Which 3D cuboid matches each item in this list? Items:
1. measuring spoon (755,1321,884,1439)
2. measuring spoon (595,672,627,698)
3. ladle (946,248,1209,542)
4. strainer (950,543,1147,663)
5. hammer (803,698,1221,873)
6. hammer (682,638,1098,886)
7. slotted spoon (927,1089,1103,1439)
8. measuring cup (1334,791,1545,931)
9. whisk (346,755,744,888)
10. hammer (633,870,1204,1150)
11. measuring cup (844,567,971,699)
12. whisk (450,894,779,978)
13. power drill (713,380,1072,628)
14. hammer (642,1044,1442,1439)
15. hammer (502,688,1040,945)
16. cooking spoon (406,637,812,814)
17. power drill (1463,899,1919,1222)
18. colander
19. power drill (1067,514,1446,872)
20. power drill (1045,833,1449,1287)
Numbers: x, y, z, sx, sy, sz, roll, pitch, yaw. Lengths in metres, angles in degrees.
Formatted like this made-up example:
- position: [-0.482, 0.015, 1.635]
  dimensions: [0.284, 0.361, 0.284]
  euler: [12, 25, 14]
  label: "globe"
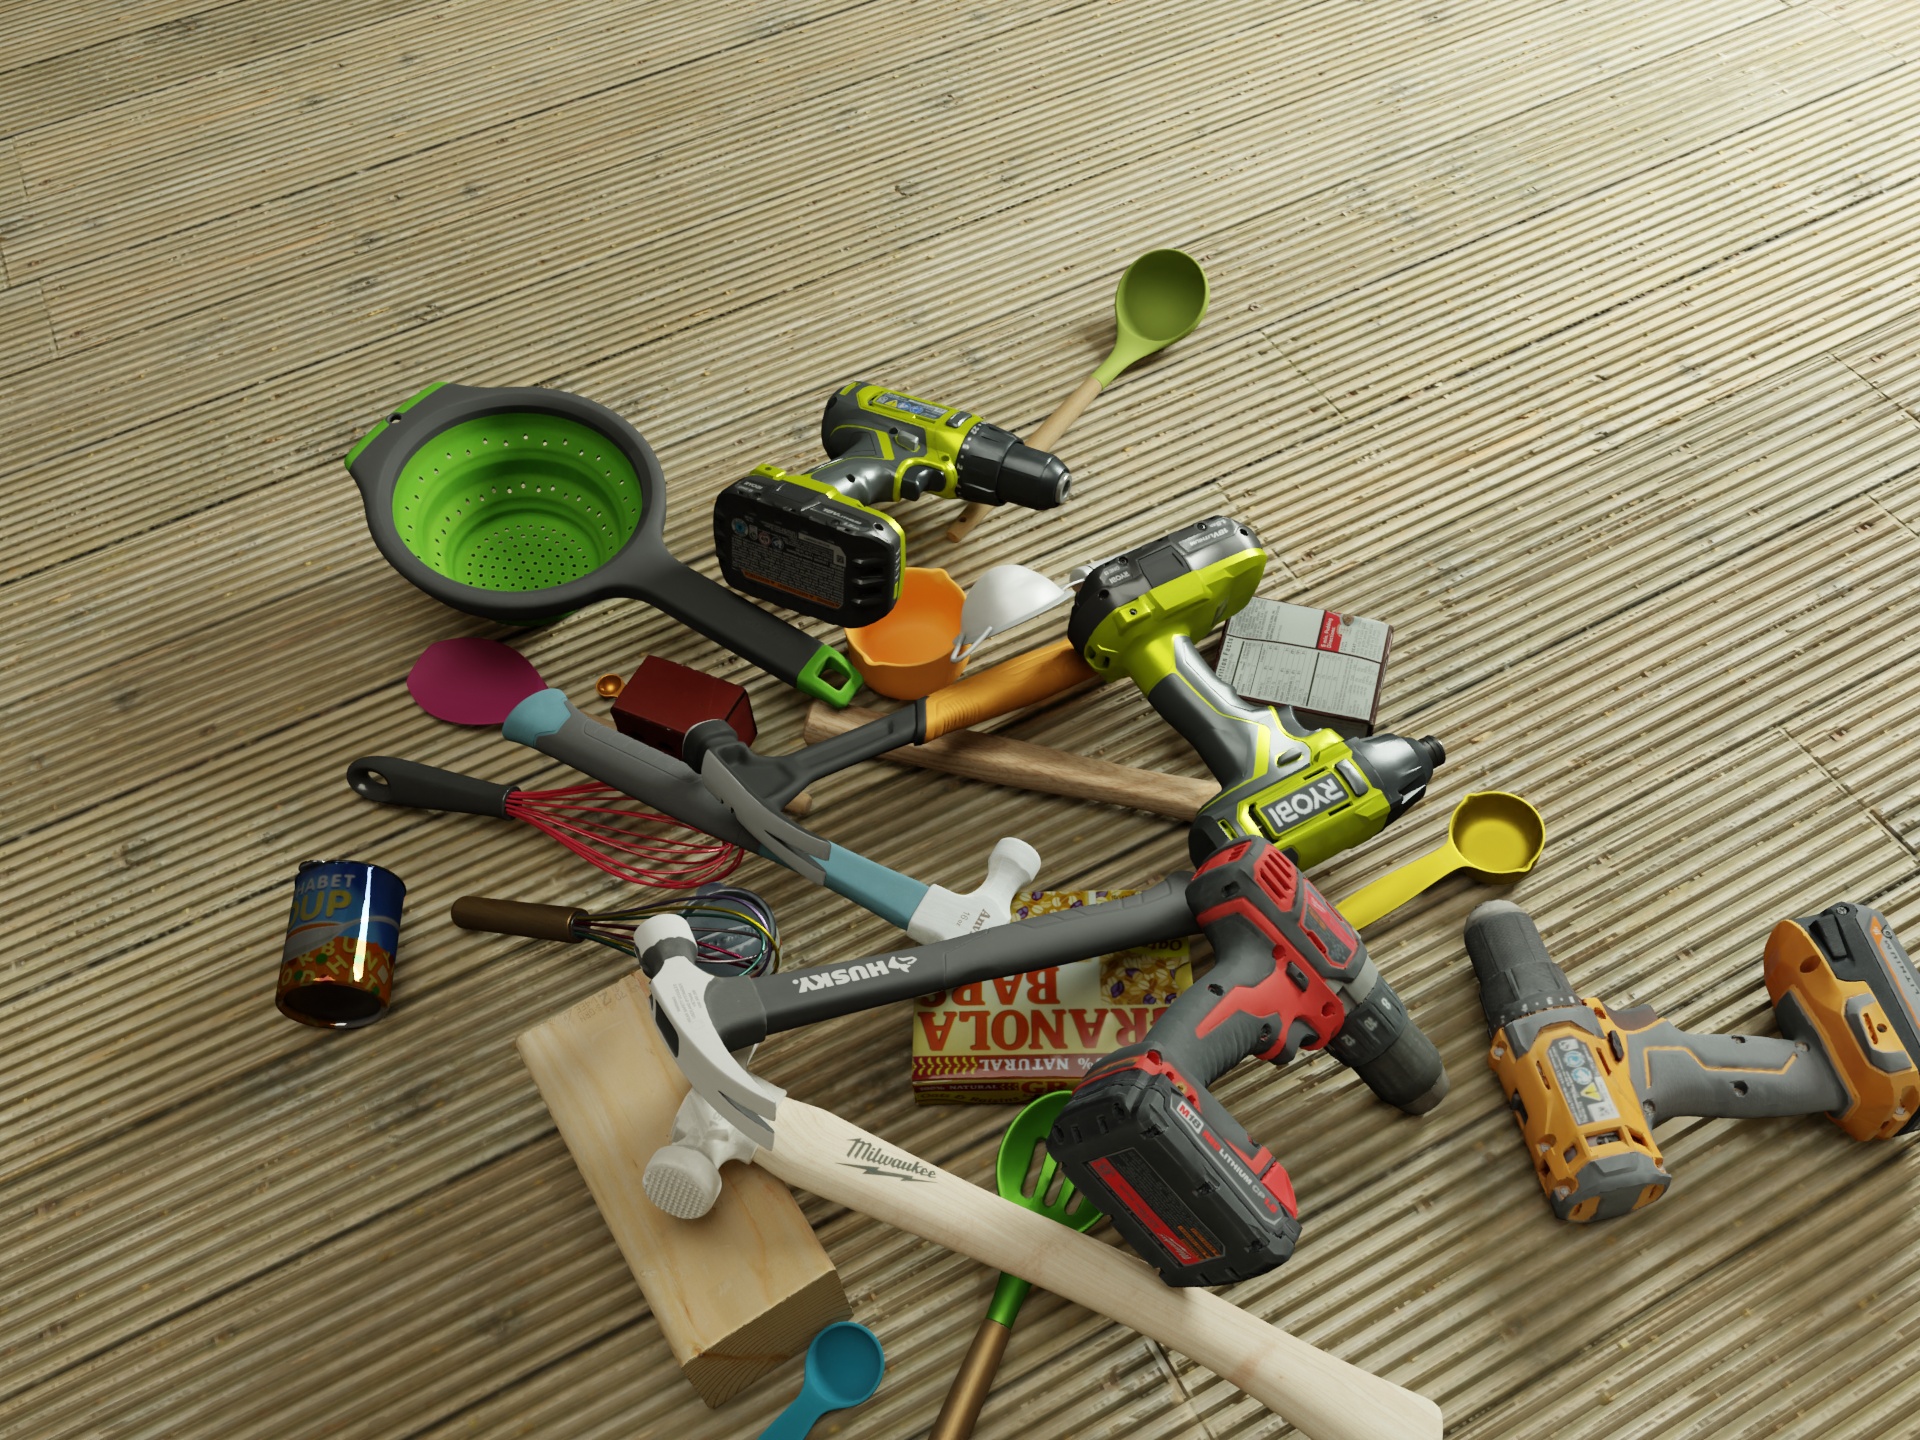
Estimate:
- position: [-0.088, 0.370, 0.824]
  dimensions: [0.042, 0.021, 0.128]
  euler: [36, 73, 23]
  label: "measuring spoon"
- position: [-0.204, -0.002, 1.103]
  dimensions: [0.117, 0.011, 0.021]
  euler: [26, 62, 17]
  label: "measuring spoon"
- position: [0.089, -0.254, 1.235]
  dimensions: [0.078, 0.062, 0.320]
  euler: [30, 64, 23]
  label: "ladle"
- position: [0.077, -0.095, 1.083]
  dimensions: [0.258, 0.050, 0.087]
  euler: [-22, 7, -42]
  label: "strainer"
- position: [0.055, 0.034, 1.043]
  dimensions: [0.331, 0.031, 0.130]
  euler: [11, 55, 12]
  label: "hammer"
- position: [-0.002, -0.003, 1.005]
  dimensions: [0.337, 0.034, 0.127]
  euler: [-23, 50, -37]
  label: "hammer"
- position: [0.007, 0.339, 0.829]
  dimensions: [0.070, 0.031, 0.314]
  euler: [19, 59, 17]
  label: "slotted spoon"
- position: [0.290, 0.099, 0.988]
  dimensions: [0.156, 0.029, 0.062]
  euler: [-29, 57, -2]
  label: "measuring cup"
- position: [-0.275, 0.058, 1.034]
  dimensions: [0.296, 0.073, 0.073]
  euler: [9, 55, 17]
  label: "whisk"
- position: [0.003, 0.135, 0.867]
  dimensions: [0.334, 0.035, 0.146]
  euler: [-9, 38, -23]
  label: "hammer"
- position: [-0.071, -0.072, 1.117]
  dimensions: [0.174, 0.052, 0.095]
  euler: [23, 59, 21]
  label: "measuring cup"
- position: [-0.212, 0.130, 0.958]
  dimensions: [0.245, 0.047, 0.051]
  euler: [2, 56, 28]
  label: "whisk"
- position: [-0.046, -0.156, 1.111]
  dimensions: [0.191, 0.080, 0.228]
  euler: [21, 40, 20]
  label: "power drill"
- position: [0.052, 0.268, 0.816]
  dimensions: [0.410, 0.038, 0.146]
  euler: [25, 38, 3]
  label: "hammer"
- position: [-0.126, 0.063, 0.958]
  dimensions: [0.331, 0.033, 0.128]
  euler: [25, 57, 11]
  label: "hammer"
- position: [-0.244, 0.008, 1.092]
  dimensions: [0.319, 0.017, 0.069]
  euler: [19, 65, 17]
  label: "cooking spoon"
- position: [0.408, 0.167, 0.894]
  dimensions: [0.226, 0.084, 0.186]
  euler: [-13, 53, 0]
  label: "power drill"
- position: [-0.245, -0.096, 1.129]
  dimensions: [0.397, 0.094, 0.204]
  euler: [30, 57, 11]
  label: "colander"
- position: [0.182, -0.013, 0.999]
  dimensions: [0.171, 0.080, 0.223]
  euler: [-25, 66, -16]
  label: "power drill"
- position: [0.164, 0.189, 0.838]
  dimensions: [0.188, 0.080, 0.227]
  euler: [48, 47, -5]
  label: "power drill"
